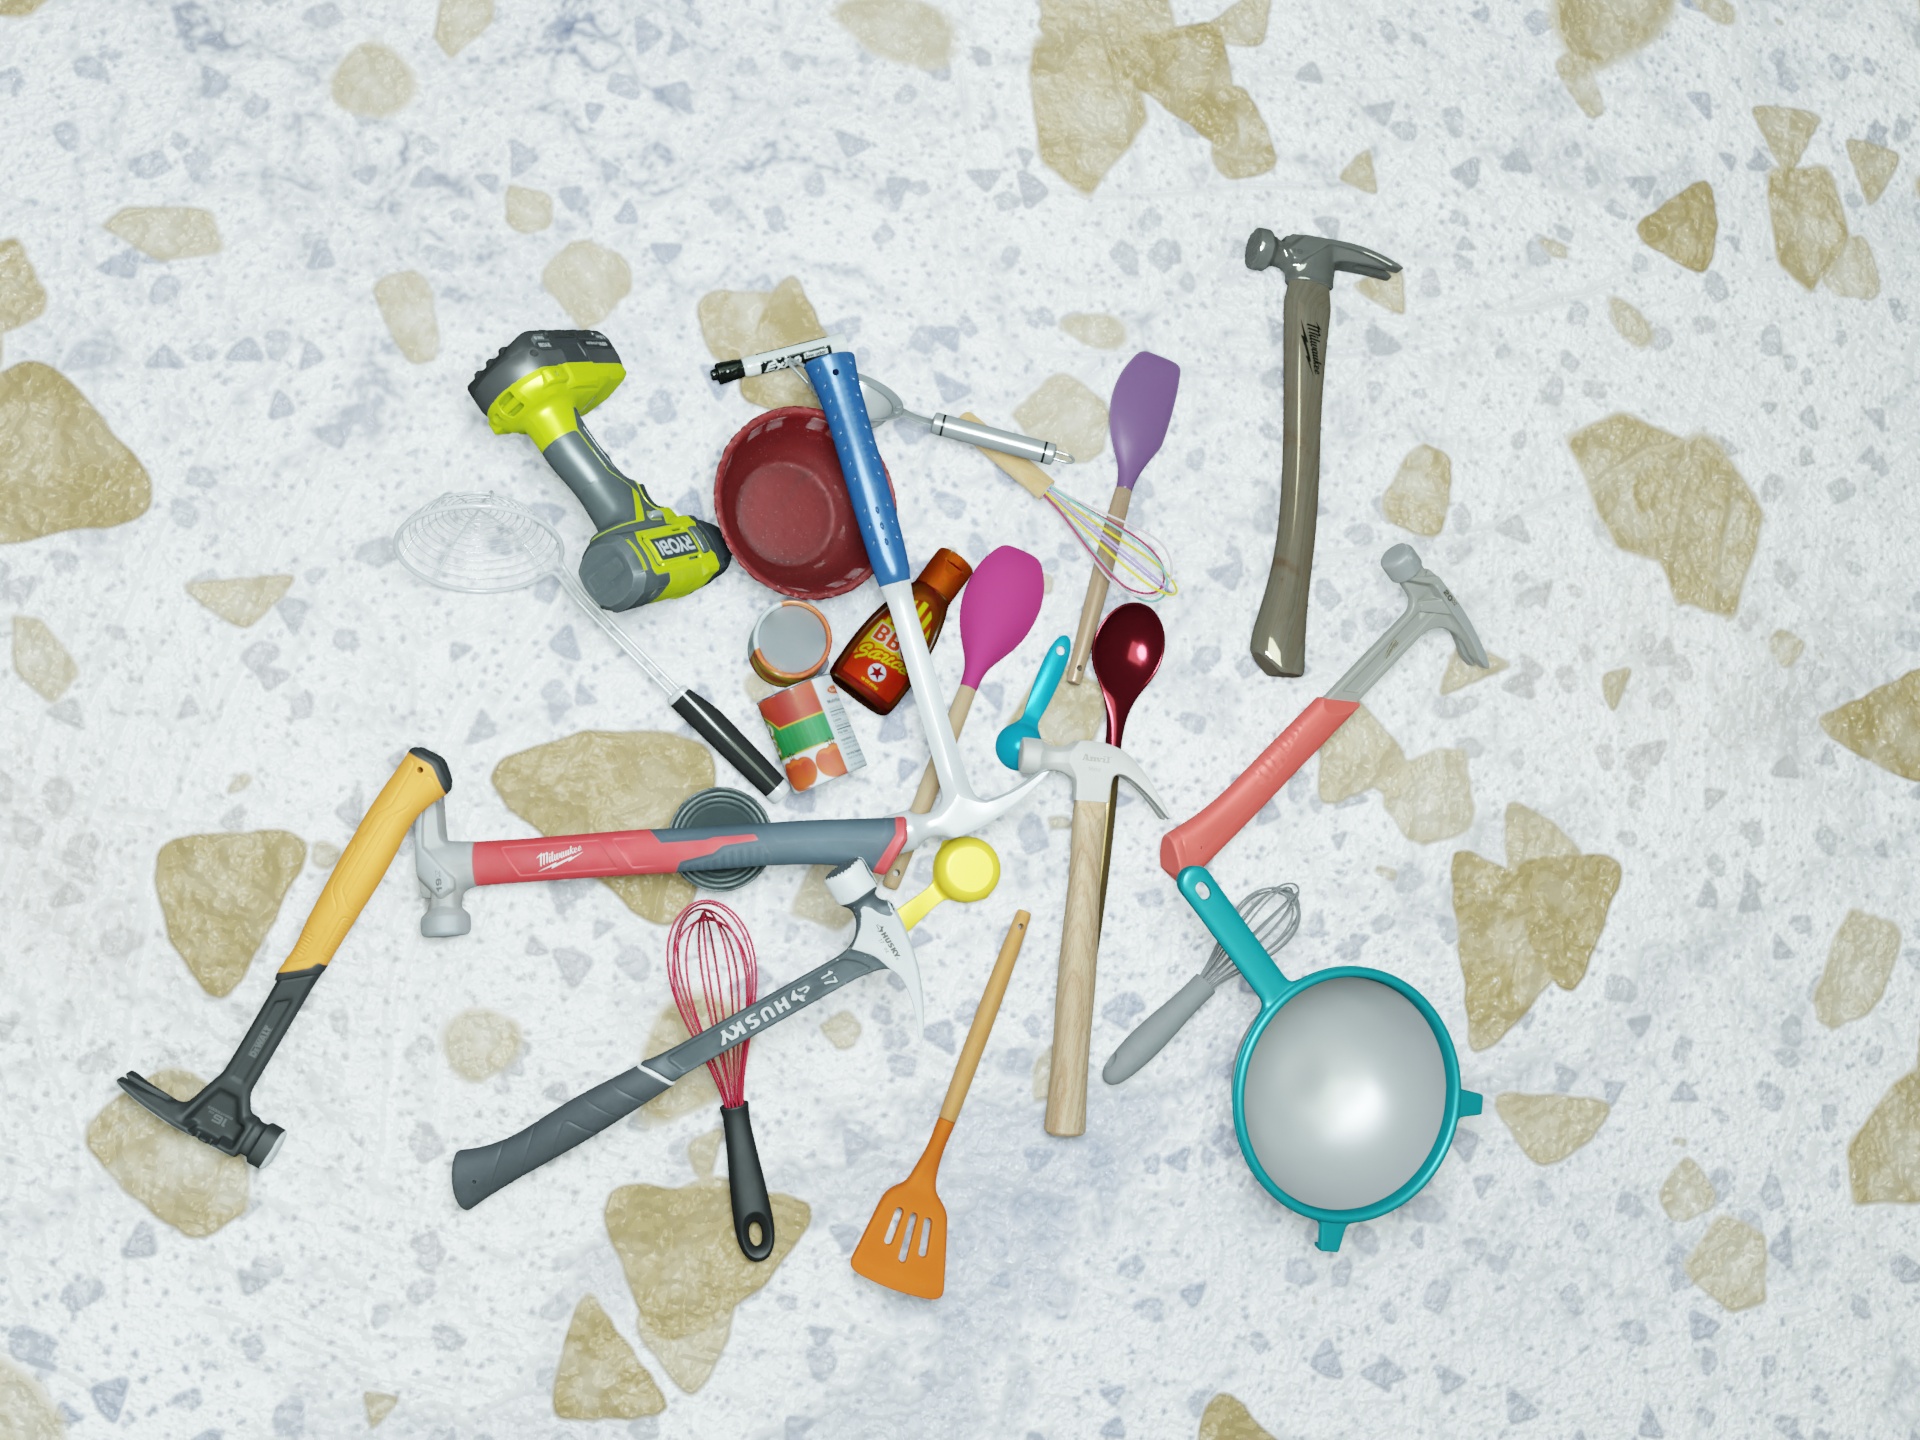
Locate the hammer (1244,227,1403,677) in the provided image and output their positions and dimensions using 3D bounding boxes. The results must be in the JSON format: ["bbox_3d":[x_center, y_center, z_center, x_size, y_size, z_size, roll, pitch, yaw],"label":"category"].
[{"bbox_3d":[0.320,-0.242,1.452,0.146,0.038,0.411,7,82,-12],"label":"hammer"}]

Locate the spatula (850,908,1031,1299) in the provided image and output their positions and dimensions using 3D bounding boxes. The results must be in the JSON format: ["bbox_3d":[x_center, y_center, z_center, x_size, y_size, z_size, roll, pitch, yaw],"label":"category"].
[{"bbox_3d":[0.000,0.309,1.319,0.081,0.041,0.323,23,79,-7],"label":"spatula"}]

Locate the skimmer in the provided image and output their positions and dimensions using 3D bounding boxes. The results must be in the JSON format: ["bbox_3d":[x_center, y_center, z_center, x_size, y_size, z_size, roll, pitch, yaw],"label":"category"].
[{"bbox_3d":[-0.287,-0.046,1.276,0.363,0.127,0.090,45,44,-10],"label":"skimmer"}]

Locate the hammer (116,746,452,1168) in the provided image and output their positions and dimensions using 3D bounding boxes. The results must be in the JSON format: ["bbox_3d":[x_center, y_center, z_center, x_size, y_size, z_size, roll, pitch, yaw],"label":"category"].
[{"bbox_3d":[-0.499,0.166,1.218,0.127,0.034,0.337,31,85,-7],"label":"hammer"}]

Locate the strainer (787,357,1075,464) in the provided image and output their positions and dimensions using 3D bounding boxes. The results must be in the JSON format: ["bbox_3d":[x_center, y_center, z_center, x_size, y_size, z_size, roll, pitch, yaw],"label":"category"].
[{"bbox_3d":[-0.027,-0.254,1.363,0.258,0.087,0.050,15,125,0],"label":"strainer"}]

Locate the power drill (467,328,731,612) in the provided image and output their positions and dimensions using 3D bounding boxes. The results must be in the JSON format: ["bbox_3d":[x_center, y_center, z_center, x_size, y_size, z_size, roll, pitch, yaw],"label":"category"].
[{"bbox_3d":[-0.278,-0.198,1.274,0.080,0.171,0.223,-33,88,27],"label":"power drill"}]

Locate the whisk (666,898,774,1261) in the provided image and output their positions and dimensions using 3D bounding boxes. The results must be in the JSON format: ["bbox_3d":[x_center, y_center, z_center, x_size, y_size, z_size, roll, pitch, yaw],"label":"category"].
[{"bbox_3d":[-0.184,0.290,1.278,0.073,0.073,0.296,-9,91,-13],"label":"whisk"}]

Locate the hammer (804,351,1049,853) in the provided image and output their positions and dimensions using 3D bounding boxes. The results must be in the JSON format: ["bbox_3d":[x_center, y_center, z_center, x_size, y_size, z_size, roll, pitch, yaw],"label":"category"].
[{"bbox_3d":[-0.045,-0.103,1.304,0.144,0.035,0.405,-16,91,-5],"label":"hammer"}]

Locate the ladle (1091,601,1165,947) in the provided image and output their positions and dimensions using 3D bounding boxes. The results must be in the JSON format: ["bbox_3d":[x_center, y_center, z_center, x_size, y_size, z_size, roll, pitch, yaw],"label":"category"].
[{"bbox_3d":[0.131,0.053,1.384,0.069,0.031,0.315,9,84,-19],"label":"ladle"}]

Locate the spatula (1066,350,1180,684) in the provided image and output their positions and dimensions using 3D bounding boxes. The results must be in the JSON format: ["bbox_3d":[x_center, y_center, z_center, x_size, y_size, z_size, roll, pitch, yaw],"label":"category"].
[{"bbox_3d":[0.137,-0.183,1.416,0.059,0.018,0.316,17,79,-13],"label":"spatula"}]

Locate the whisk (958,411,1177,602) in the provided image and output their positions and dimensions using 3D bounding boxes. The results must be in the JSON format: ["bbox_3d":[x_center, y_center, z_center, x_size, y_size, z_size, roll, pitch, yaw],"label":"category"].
[{"bbox_3d":[0.093,-0.186,1.387,0.245,0.051,0.047,41,58,6],"label":"whisk"}]

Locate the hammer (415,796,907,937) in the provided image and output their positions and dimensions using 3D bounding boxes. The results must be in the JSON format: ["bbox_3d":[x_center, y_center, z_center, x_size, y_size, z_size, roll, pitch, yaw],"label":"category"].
[{"bbox_3d":[-0.236,0.088,1.263,0.386,0.038,0.143,-4,83,-1],"label":"hammer"}]

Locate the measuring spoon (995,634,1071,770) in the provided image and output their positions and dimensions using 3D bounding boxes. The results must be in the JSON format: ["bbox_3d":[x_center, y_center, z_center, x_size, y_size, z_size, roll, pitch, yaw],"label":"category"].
[{"bbox_3d":[0.069,-0.017,1.380,0.042,0.021,0.129,25,81,-8],"label":"measuring spoon"}]

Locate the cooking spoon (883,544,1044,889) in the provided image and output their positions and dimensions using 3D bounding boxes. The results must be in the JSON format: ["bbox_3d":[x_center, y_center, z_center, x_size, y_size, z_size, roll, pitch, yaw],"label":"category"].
[{"bbox_3d":[-0.002,-0.004,1.367,0.068,0.017,0.319,23,79,-7],"label":"cooking spoon"}]

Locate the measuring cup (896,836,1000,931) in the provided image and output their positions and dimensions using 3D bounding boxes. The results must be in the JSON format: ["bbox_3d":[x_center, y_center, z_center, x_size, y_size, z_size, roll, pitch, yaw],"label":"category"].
[{"bbox_3d":[-0.031,0.155,1.335,0.156,0.029,0.062,-38,92,-15],"label":"measuring cup"}]

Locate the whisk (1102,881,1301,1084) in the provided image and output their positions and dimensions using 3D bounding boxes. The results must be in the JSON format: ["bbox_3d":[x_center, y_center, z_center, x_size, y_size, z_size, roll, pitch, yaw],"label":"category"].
[{"bbox_3d":[0.209,0.226,1.372,0.239,0.055,0.055,-43,93,-8],"label":"whisk"}]

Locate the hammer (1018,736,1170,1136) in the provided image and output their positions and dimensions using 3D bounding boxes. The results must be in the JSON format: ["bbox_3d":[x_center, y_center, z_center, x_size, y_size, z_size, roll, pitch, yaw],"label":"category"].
[{"bbox_3d":[0.103,0.183,1.344,0.130,0.031,0.331,5,87,-6],"label":"hammer"}]

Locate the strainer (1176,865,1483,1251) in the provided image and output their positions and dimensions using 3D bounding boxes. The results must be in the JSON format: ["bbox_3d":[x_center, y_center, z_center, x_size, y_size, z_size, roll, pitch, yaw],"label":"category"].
[{"bbox_3d":[0.272,0.259,1.345,0.211,0.095,0.340,-38,97,-14],"label":"strainer"}]

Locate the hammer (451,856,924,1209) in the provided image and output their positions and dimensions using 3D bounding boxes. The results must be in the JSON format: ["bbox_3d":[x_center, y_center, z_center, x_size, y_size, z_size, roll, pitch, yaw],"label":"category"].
[{"bbox_3d":[-0.215,0.267,1.230,0.409,0.036,0.149,-30,99,3],"label":"hammer"}]

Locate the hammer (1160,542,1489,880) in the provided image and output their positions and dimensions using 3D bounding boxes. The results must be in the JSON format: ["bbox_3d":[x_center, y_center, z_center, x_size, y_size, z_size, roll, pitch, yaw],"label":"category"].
[{"bbox_3d":[0.315,0.015,1.411,0.359,0.037,0.149,-45,114,-9],"label":"hammer"}]
